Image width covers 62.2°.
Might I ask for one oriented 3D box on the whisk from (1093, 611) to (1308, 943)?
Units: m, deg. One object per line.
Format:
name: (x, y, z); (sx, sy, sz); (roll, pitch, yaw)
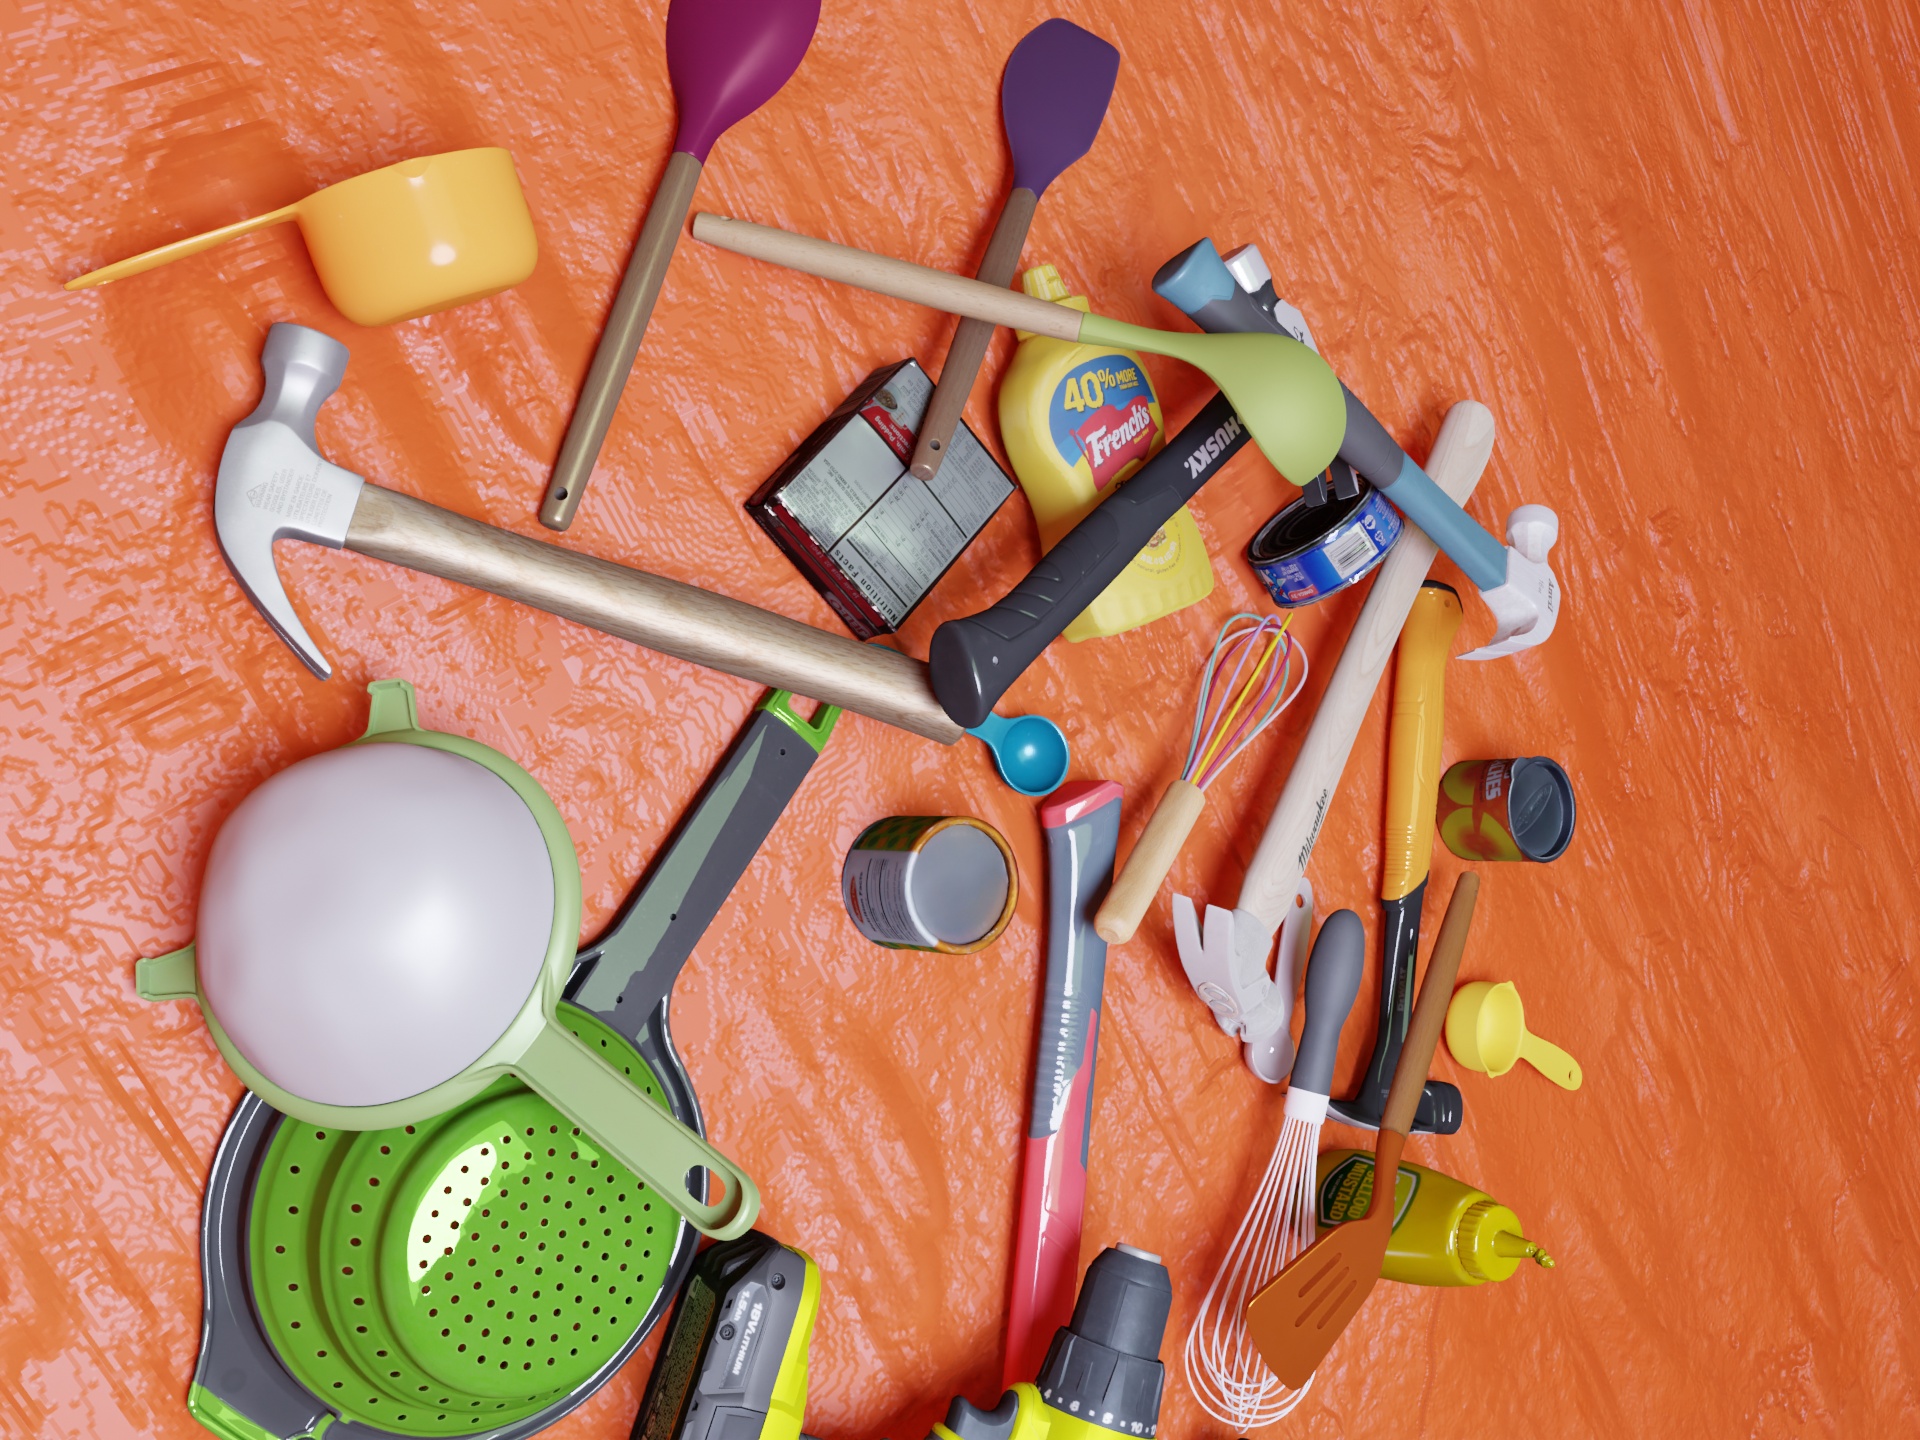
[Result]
whisk: (0.130, 0.022, 0.851); (0.051, 0.047, 0.245); (47, 52, -16)

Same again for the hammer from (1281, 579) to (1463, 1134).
hammer: (0.266, 0.077, 0.964); (0.127, 0.034, 0.337); (14, 78, -33)

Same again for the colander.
colander: (-0.140, 0.132, 0.653); (0.204, 0.094, 0.397); (42, 65, -24)

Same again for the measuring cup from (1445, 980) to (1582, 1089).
measuring cup: (0.358, 0.211, 1.026); (0.156, 0.029, 0.062); (32, 69, -40)

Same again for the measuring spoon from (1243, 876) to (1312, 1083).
measuring spoon: (0.184, 0.148, 0.919); (0.034, 0.018, 0.124); (30, 64, -28)

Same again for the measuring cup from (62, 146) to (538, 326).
measuring cup: (-0.250, -0.174, 0.621); (0.173, 0.095, 0.052); (-25, 107, -19)

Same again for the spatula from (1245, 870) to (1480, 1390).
spatula: (0.235, 0.207, 0.875); (0.081, 0.041, 0.323); (59, 46, -33)

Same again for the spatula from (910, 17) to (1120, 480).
spatula: (0.024, -0.251, 0.814); (0.059, 0.018, 0.316); (23, 63, -11)

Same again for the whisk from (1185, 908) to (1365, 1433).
whisk: (0.181, 0.241, 0.866); (0.070, 0.070, 0.285); (19, 81, -31)

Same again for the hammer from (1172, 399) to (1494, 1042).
hammer: (0.223, -0.027, 0.902); (0.411, 0.038, 0.146); (-62, 149, -22)

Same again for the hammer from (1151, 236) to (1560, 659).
hammer: (0.222, -0.144, 0.853); (0.330, 0.033, 0.128); (34, 53, -29)

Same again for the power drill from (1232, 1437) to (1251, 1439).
power drill: (0.178, 0.491, 0.838); (0.219, 0.079, 0.143); (42, 83, -19)

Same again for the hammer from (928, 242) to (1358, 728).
hammer: (0.094, -0.103, 0.790); (0.335, 0.035, 0.146); (-45, 112, -35)

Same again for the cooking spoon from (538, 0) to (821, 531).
cooking spoon: (-0.133, -0.233, 0.726); (0.068, 0.017, 0.319); (18, 78, -4)

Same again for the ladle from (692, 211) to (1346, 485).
ladle: (0.028, -0.181, 0.750); (0.320, 0.062, 0.078); (15, 35, 0)

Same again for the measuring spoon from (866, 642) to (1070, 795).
measuring spoon: (-0.001, -0.003, 0.808); (0.128, 0.021, 0.042); (31, 71, -18)

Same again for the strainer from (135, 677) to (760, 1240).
strainer: (-0.176, 0.094, 0.551); (0.256, 0.069, 0.151); (33, 79, 19)

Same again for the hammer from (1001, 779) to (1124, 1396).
hammer: (0.061, 0.224, 0.814); (0.143, 0.038, 0.386); (13, 79, -33)

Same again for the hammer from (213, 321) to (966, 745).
hammer: (-0.144, -0.048, 0.680); (0.331, 0.031, 0.130); (18, 79, -23)

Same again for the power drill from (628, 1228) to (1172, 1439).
power drill: (-0.016, 0.306, 0.701); (0.228, 0.080, 0.191); (23, 75, -17)
